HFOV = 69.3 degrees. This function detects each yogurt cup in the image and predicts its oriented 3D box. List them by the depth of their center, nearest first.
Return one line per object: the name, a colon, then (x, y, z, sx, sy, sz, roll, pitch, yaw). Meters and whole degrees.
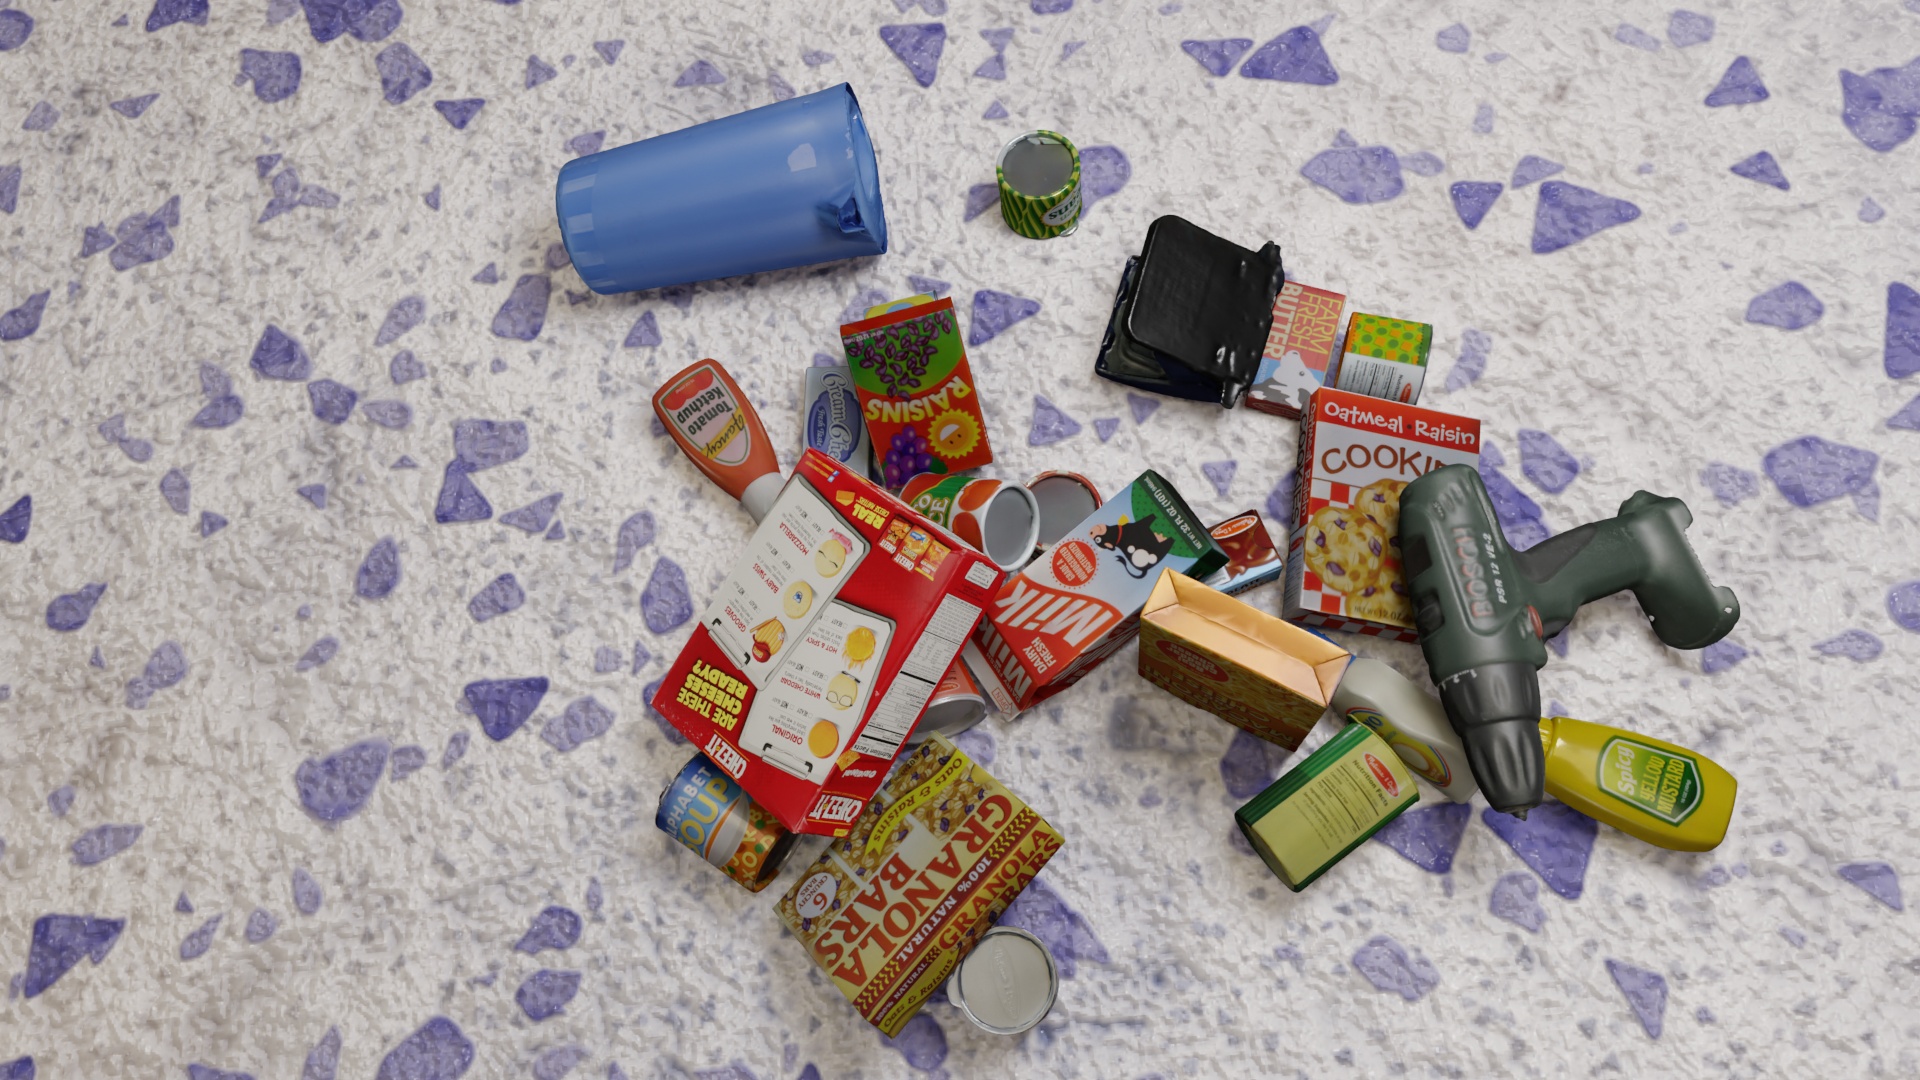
yogurt cup: (-0.022, 0.104, 0.973, 0.072, 0.072, 0.054, -20, 62, -1)

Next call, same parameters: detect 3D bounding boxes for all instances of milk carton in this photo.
milk carton: (0.086, 0.042, 0.963, 0.190, 0.073, 0.072, -39, 71, 12)

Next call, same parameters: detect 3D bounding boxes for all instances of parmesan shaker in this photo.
parmesan shaker: (0.239, 0.174, 0.919, 0.103, 0.071, 0.071, -35, 71, -6)

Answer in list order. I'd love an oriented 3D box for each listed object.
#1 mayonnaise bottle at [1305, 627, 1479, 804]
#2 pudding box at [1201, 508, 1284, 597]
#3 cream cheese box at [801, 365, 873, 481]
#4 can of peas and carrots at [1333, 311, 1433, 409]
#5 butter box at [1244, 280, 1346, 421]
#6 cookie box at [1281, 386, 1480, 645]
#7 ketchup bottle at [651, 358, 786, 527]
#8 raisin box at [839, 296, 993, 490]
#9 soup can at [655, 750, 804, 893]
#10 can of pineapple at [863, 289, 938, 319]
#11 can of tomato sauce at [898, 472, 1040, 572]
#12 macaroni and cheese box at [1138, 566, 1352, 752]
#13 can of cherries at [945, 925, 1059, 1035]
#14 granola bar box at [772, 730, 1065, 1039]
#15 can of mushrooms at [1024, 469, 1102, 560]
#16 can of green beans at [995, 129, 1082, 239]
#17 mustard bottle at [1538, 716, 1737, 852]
mayonnaise bottle: (0.289, 0.115, 0.938, 0.148, 0.064, 0.041, 35, 66, 20)
pudding box: (0.184, 0.018, 0.998, 0.084, 0.030, 0.050, -23, 69, -2)
cream cheese box: (-0.094, -0.084, 1.065, 0.053, 0.024, 0.104, -1, 71, 5)
can of peas and carrots: (0.310, -0.132, 1.020, 0.059, 0.070, 0.071, 12, 73, 10)
butter box: (0.254, -0.143, 1.050, 0.053, 0.024, 0.104, 16, 74, 10)
cookie box: (0.298, -0.016, 0.981, 0.123, 0.040, 0.168, 11, 72, -5)
ketchup bottle: (-0.172, -0.067, 1.058, 0.065, 0.043, 0.149, -36, 72, -5)
raisin box: (-0.032, -0.107, 1.023, 0.086, 0.040, 0.123, -16, 112, 1)
soup can: (-0.157, 0.192, 0.951, 0.084, 0.071, 0.071, 30, 77, 15)
can of pineapple: (-0.038, -0.151, 1.060, 0.058, 0.071, 0.071, -14, 70, 2)
can of tomato sauce: (0.004, -0.012, 0.989, 0.083, 0.071, 0.071, 7, 69, 41)
macaroni and cheese box: (0.178, 0.082, 0.904, 0.124, 0.166, 0.040, 26, 76, 14)
can of cherries: (0.028, 0.287, 0.906, 0.071, 0.058, 0.071, -2, 72, 5)
granola bar box: (-0.030, 0.221, 0.914, 0.166, 0.039, 0.124, -47, 41, -10)
can of mushrooms: (0.075, -0.017, 1.020, 0.071, 0.033, 0.071, -2, 70, 6)
can of green beans: (0.063, -0.282, 1.100, 0.071, 0.057, 0.071, -2, 71, 5)
mustard bottle: (0.420, 0.152, 0.917, 0.160, 0.048, 0.065, 20, 71, 12)
